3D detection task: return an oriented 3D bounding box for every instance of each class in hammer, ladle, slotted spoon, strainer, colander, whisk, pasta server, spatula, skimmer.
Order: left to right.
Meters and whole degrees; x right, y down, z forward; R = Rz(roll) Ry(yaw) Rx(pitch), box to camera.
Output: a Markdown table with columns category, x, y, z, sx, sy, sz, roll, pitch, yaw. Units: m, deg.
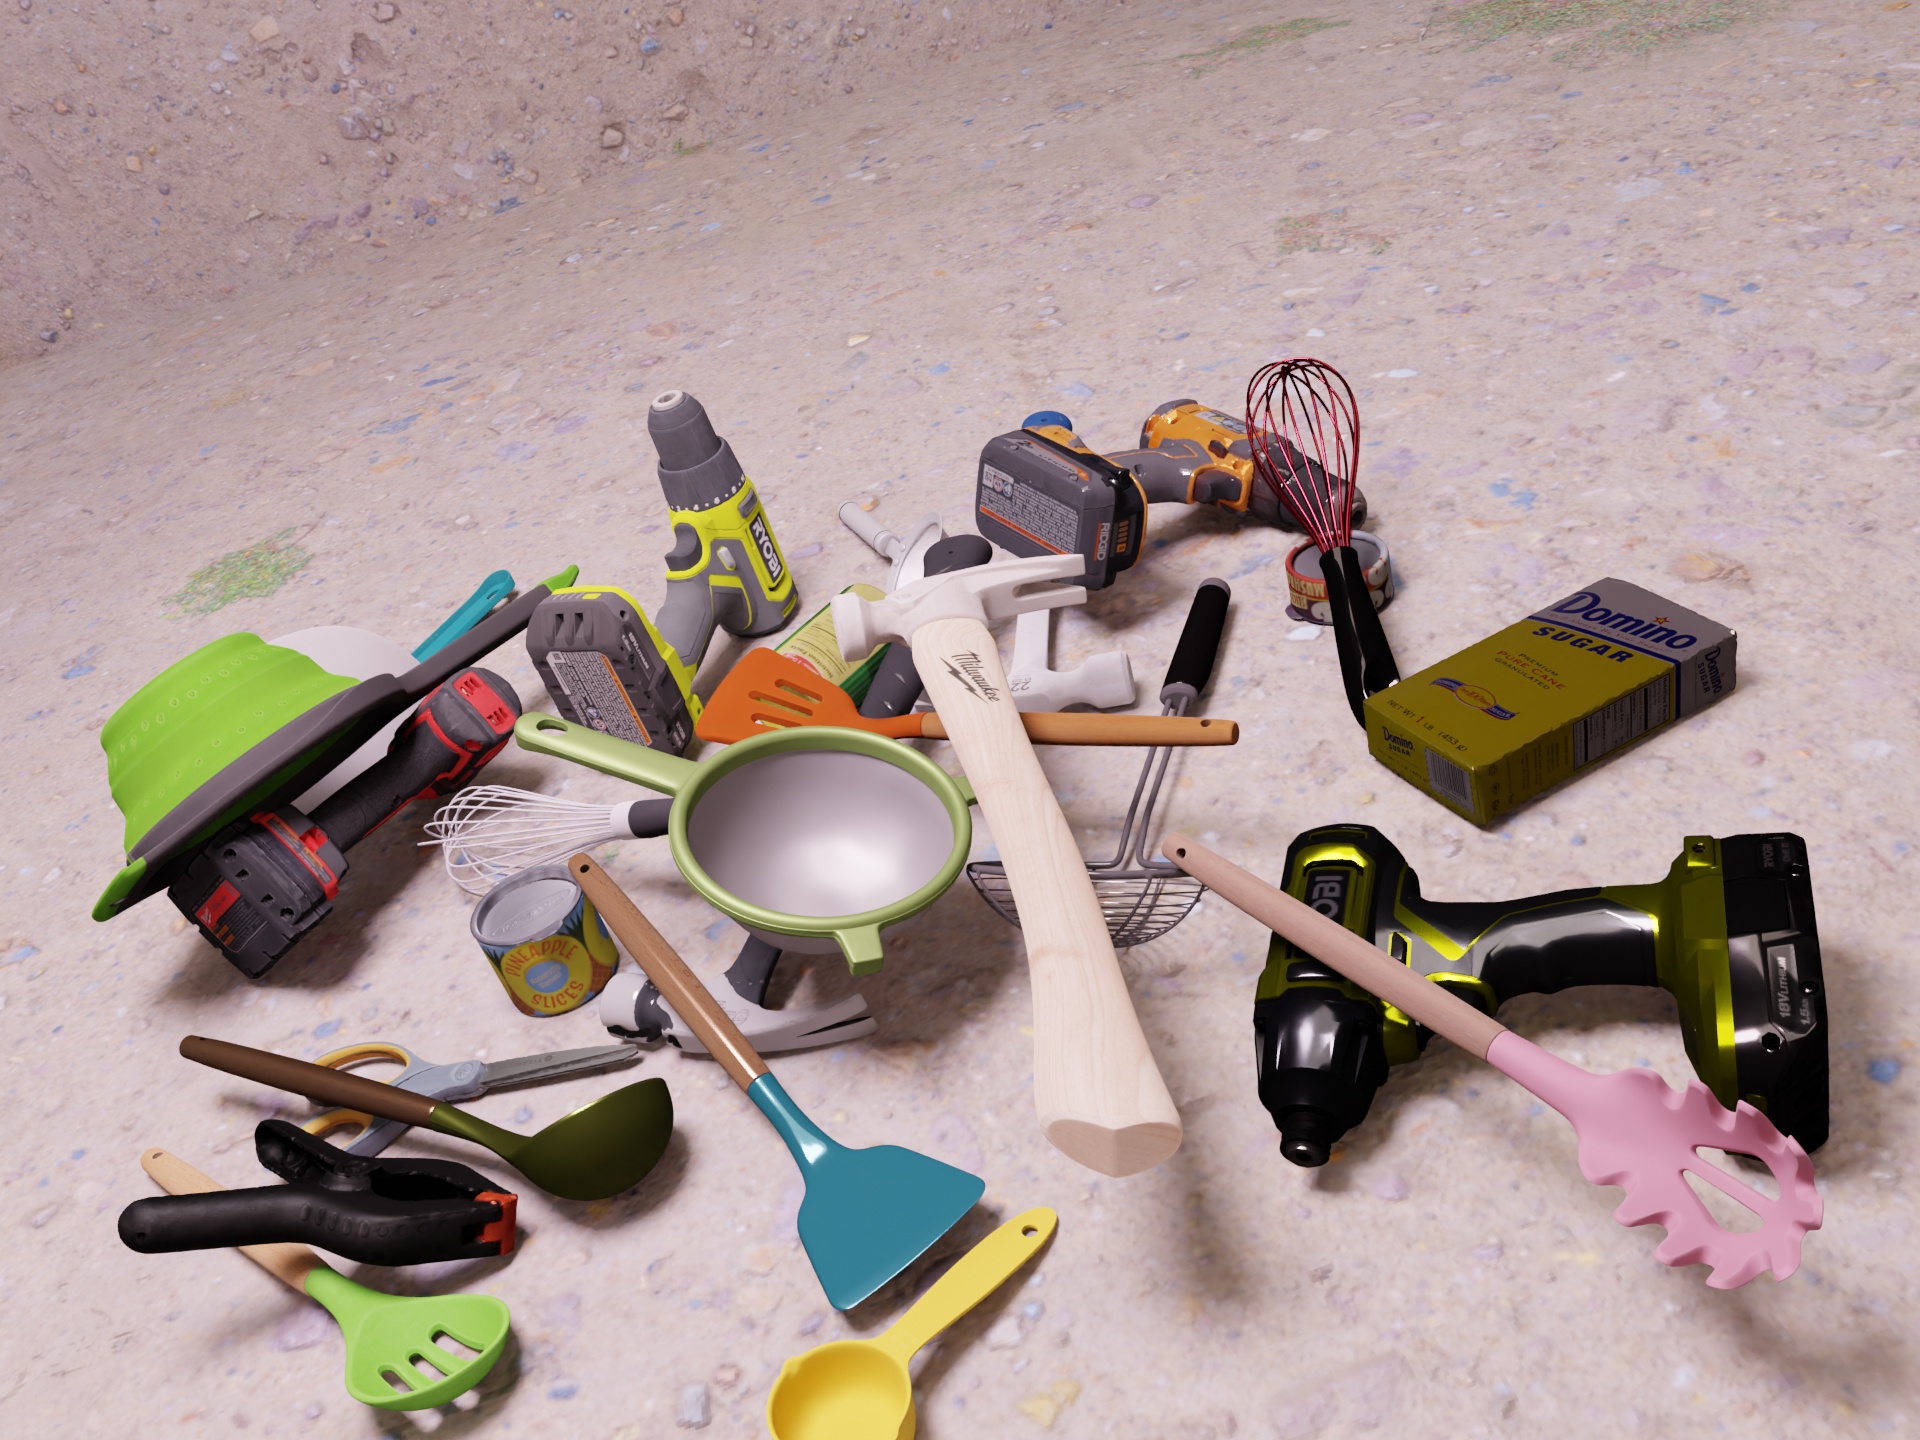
| category | x | y | z | sx | sy | sz | roll | pitch | yaw |
| --- | --- | --- | --- | --- | --- | --- | --- | --- | --- |
| slotted spoon | -0.321 | 0.261 | 0.770 | 0.314 | 0.031 | 0.070 | 10 | 28 | 39 |
| colander | -0.412 | -0.031 | 1.038 | 0.204 | 0.094 | 0.397 | -32 | 10 | 47 |
| strainer | -0.463 | -0.046 | 1.222 | 0.211 | 0.095 | 0.340 | 3 | 39 | 28 |
| ladle | -0.285 | 0.185 | 0.812 | 0.320 | 0.062 | 0.078 | 6 | 1 | 26 |
| whisk | -0.217 | 0.062 | 0.944 | 0.284 | 0.070 | 0.070 | -8 | 33 | 34 |
| spatula | -0.113 | 0.154 | 0.776 | 0.082 | 0.044 | 0.318 | -36 | 53 | -19 |
| strainer | -0.119 | 0.058 | 0.823 | 0.256 | 0.069 | 0.151 | 17 | 40 | 17 |
| hammer | -0.058 | 0.025 | 0.942 | 0.149 | 0.036 | 0.409 | 3 | 45 | 25 |
| strainer | -0.051 | -0.133 | 1.210 | 0.087 | 0.050 | 0.259 | -63 | 29 | 10 |
| spatula | -0.001 | -0.003 | 0.880 | 0.323 | 0.041 | 0.081 | 1 | 43 | 32 |
| hammer | 0.050 | -0.123 | 1.152 | 0.144 | 0.035 | 0.406 | -10 | 34 | 12 |
| hammer | 0.037 | 0.040 | 0.750 | 0.146 | 0.038 | 0.411 | -12 | 36 | -5 |
| skimmer | 0.106 | -0.001 | 0.896 | 0.127 | 0.090 | 0.363 | -1 | 36 | 23 |
| whisk | 0.226 | -0.114 | 0.974 | 0.073 | 0.073 | 0.296 | -12 | 56 | 9 |
| pasta server | 0.187 | 0.114 | 0.628 | 0.316 | 0.040 | 0.060 | 32 | 97 | 46 |

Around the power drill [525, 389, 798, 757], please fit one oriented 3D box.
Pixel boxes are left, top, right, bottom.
| category | x | y | z | sx | sy | sz | roll | pitch | yaw |
| --- | --- | --- | --- | --- | --- | --- | --- | --- | --- |
| power drill | -0.201 | -0.097 | 1.096 | 0.080 | 0.190 | 0.229 | 0 | 41 | 24 |

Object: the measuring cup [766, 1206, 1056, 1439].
| category | x | y | z | sx | sy | sz | roll | pitch | yaw |
| --- | --- | --- | --- | --- | --- | --- | --- | --- | --- |
| measuring cup | -0.012 | 0.253 | 0.648 | 0.062 | 0.029 | 0.156 | 17 | 34 | 41 |

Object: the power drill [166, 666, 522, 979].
| category | x | y | z | sx | sy | sz | roll | pitch | yaw |
| --- | --- | --- | --- | --- | --- | --- | --- | --- | --- |
| power drill | -0.388 | 0.059 | 1.025 | 0.143 | 0.078 | 0.220 | -33 | 12 | 45 |

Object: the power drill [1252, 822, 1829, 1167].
| category | x | y | z | sx | sy | sz | roll | pitch | yaw |
| --- | --- | --- | --- | --- | --- | --- | --- | --- | --- |
| power drill | 0.240 | 0.118 | 0.677 | 0.223 | 0.080 | 0.171 | -4 | 40 | 25 |

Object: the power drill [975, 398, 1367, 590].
| category | x | y | z | sx | sy | sz | roll | pitch | yaw |
| --- | --- | --- | --- | --- | --- | --- | --- | --- | --- |
| power drill | 0.147 | -0.154 | 1.083 | 0.226 | 0.084 | 0.186 | -19 | 38 | -35 |
